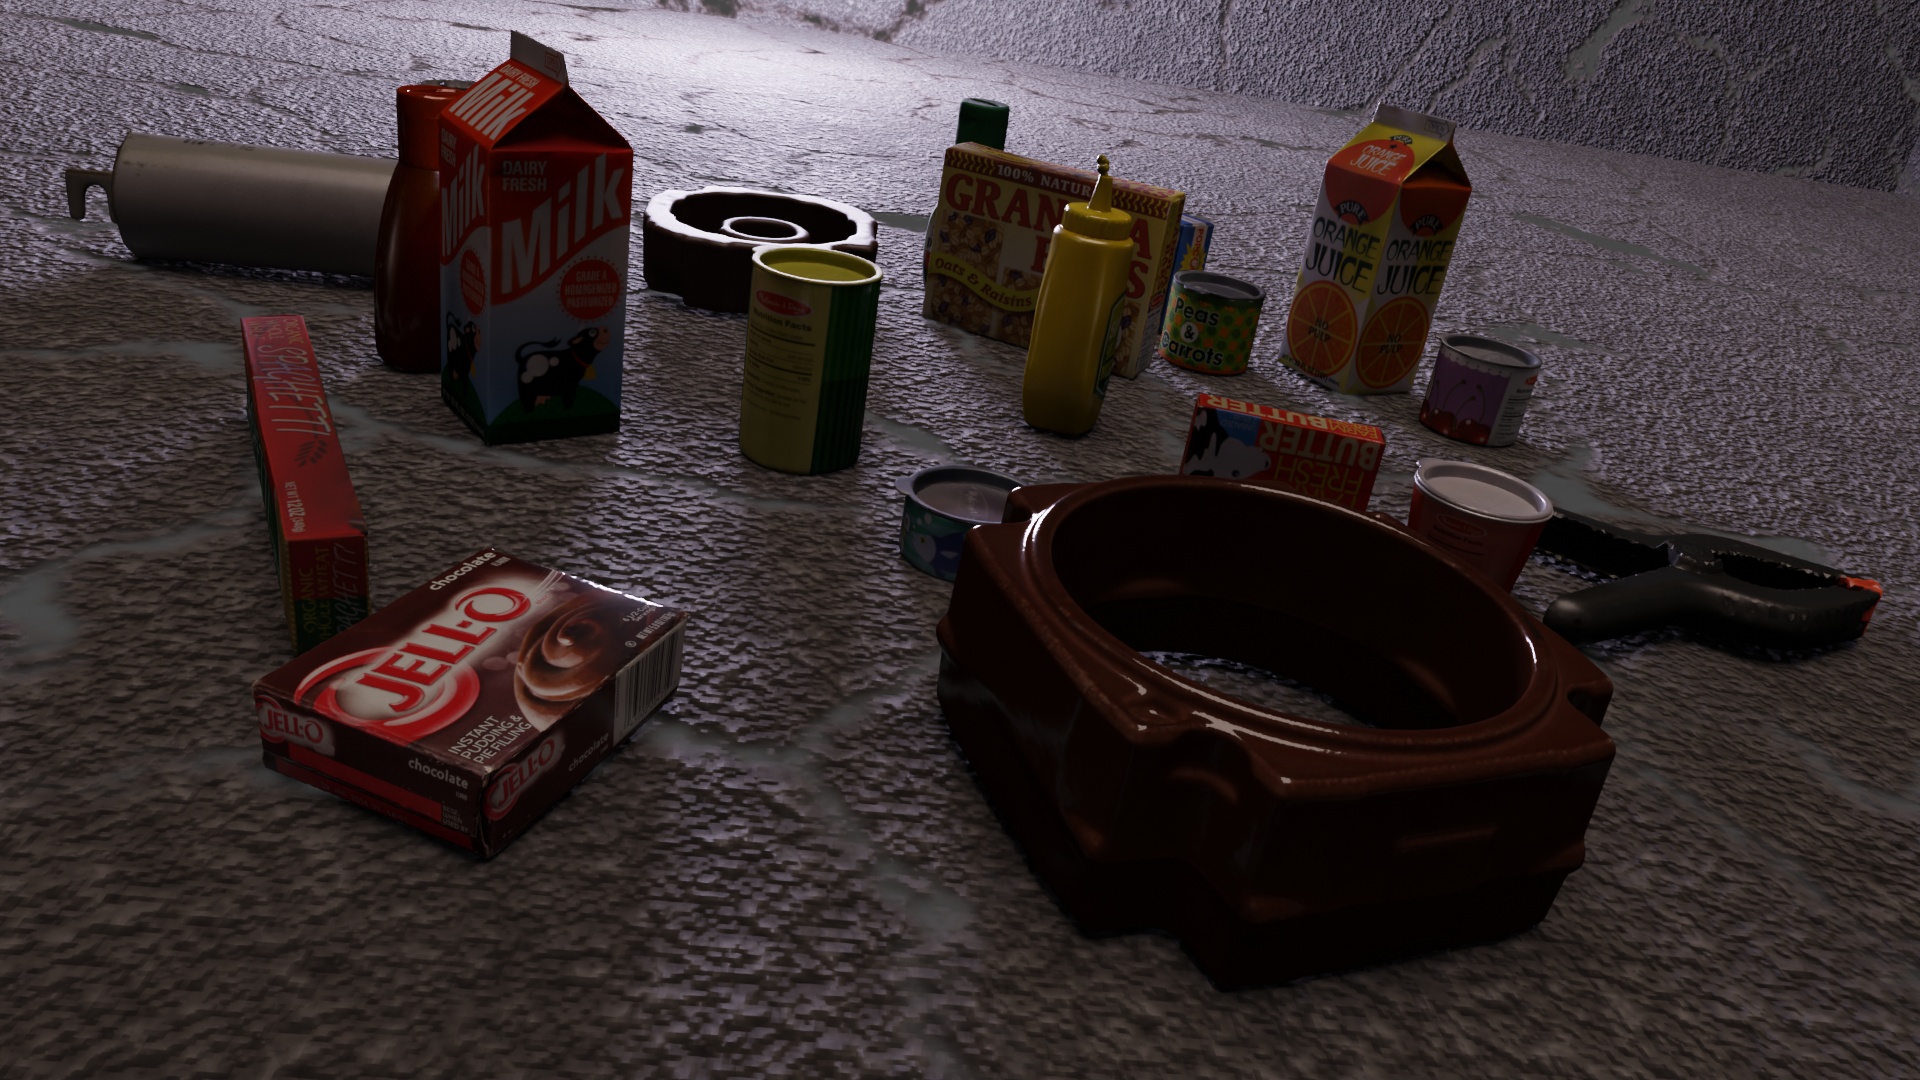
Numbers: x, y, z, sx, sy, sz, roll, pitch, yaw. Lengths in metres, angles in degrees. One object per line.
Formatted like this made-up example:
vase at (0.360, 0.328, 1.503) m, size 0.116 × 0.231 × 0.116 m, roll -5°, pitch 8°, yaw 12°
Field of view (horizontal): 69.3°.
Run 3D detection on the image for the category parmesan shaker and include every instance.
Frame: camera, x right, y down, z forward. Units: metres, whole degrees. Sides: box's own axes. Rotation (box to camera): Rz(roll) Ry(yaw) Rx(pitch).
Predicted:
parmesan shaker at (-0.081, -0.095, 0.723) m, size 0.071 × 0.102 × 0.071 m, roll 8°, pitch 25°, yaw -3°

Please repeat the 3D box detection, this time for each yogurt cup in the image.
yogurt cup at (0.258, -0.003, 0.704) m, size 0.072 × 0.053 × 0.073 m, roll 8°, pitch 25°, yaw -3°

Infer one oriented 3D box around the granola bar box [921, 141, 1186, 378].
granola bar box at (0.062, -0.195, 0.957) m, size 0.166 × 0.123 × 0.039 m, roll 20°, pitch 27°, yaw 21°

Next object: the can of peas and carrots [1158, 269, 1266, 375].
can of peas and carrots at (0.178, -0.155, 0.990) m, size 0.071 × 0.058 × 0.071 m, roll 8°, pitch 25°, yaw -3°

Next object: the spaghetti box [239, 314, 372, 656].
spaghetti box at (-0.281, -0.034, 0.590) m, size 0.029 × 0.050 × 0.251 m, roll -5°, pitch 29°, yaw -29°

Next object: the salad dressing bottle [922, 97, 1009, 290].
salad dressing bottle at (0.007, -0.247, 1.022) m, size 0.044 × 0.147 × 0.064 m, roll -16°, pitch 35°, yaw -42°

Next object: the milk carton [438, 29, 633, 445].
milk carton at (-0.213, -0.150, 0.692) m, size 0.074 × 0.189 × 0.072 m, roll -11°, pitch 31°, yaw -36°

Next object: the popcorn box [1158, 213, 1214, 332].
popcorn box at (0.133, -0.222, 1.085) m, size 0.038 × 0.084 × 0.127 m, roll -12°, pitch 32°, yaw -38°

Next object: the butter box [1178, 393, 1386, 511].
butter box at (0.175, -0.044, 0.763) m, size 0.103 × 0.053 × 0.024 m, roll 11°, pitch 25°, yaw 4°

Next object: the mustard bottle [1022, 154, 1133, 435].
mustard bottle at (0.072, -0.143, 0.810) m, size 0.049 × 0.159 × 0.065 m, roll 15°, pitch 25°, yaw 11°

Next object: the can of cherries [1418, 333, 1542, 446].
can of cherries at (0.348, -0.103, 0.940) m, size 0.071 × 0.058 × 0.072 m, roll 8°, pitch 25°, yaw -3°

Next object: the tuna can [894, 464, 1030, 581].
tuna can at (0.002, -0.008, 0.652) m, size 0.071 × 0.032 × 0.071 m, roll 8°, pitch 25°, yaw -3°

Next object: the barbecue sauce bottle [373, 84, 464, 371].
barbecue sauce bottle at (-0.285, -0.168, 0.754) m, size 0.044 × 0.147 × 0.065 m, roll 27°, pitch 30°, yaw 34°

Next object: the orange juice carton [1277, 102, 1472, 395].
orange juice carton at (0.294, -0.204, 0.977) m, size 0.073 × 0.191 × 0.072 m, roll -6°, pitch 29°, yaw -30°
